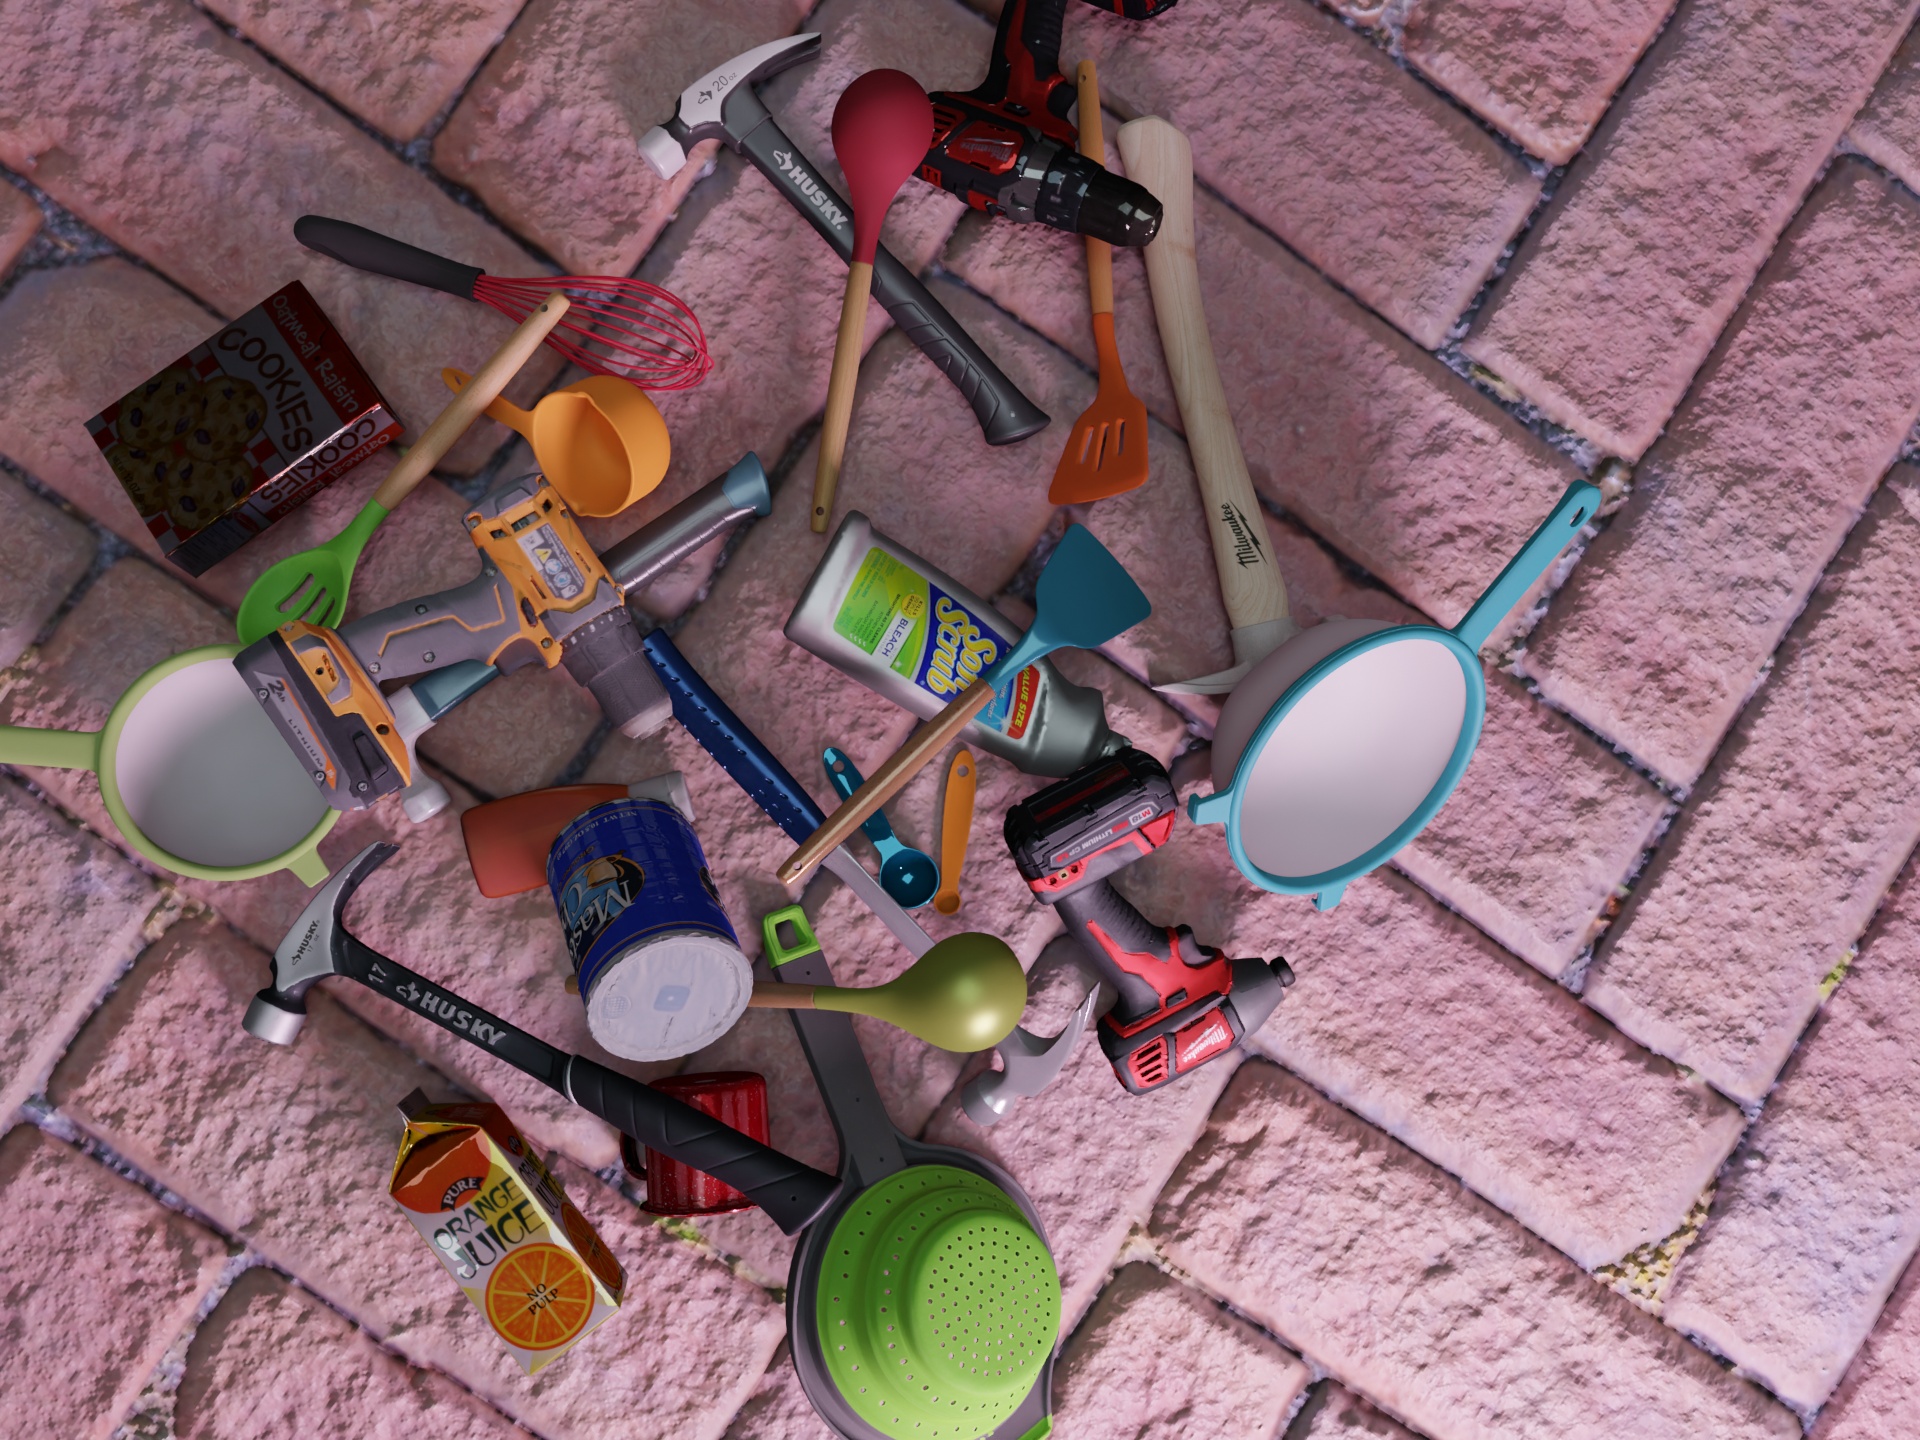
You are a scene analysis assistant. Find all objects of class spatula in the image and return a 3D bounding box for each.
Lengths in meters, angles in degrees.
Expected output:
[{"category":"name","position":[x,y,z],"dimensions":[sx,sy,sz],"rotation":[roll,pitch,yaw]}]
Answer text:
[{"category":"spatula","position":[0.095,-0.311,1.121],"dimensions":[0.081,0.041,0.323],"rotation":[-7,85,36]},{"category":"spatula","position":[-0.002,-0.003,1.050],"dimensions":[0.317,0.044,0.082],"rotation":[-43,96,-9]}]

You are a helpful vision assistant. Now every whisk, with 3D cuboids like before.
[{"category":"whisk","position":[-0.306,-0.287,1.071],"dimensions":[0.296,0.073,0.073],"rotation":[18,87,0]}]

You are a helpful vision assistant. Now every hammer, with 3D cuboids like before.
[{"category":"hammer","position":[0.164,-0.223,1.133],"dimensions":[0.146,0.038,0.410],"rotation":[-14,90,-5]},{"category":"hammer","position":[-0.059,-0.324,1.110],"dimensions":[0.146,0.035,0.335],"rotation":[-43,93,-5]},{"category":"hammer","position":[-0.267,-0.075,1.081],"dimensions":[0.331,0.033,0.128],"rotation":[-35,94,-6]},{"category":"hammer","position":[-0.075,0.093,1.073],"dimensions":[0.405,0.035,0.144],"rotation":[46,126,2]},{"category":"hammer","position":[-0.260,0.216,1.019],"dimensions":[0.409,0.036,0.149],"rotation":[24,83,12]}]

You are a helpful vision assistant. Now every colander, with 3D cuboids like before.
[{"category":"colander","position":[-0.034,0.301,1.039],"dimensions":[0.204,0.094,0.397],"rotation":[-17,80,-33]}]

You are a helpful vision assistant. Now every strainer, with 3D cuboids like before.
[{"category":"strainer","position":[0.287,-0.040,1.079],"dimensions":[0.340,0.095,0.210],"rotation":[-51,133,7]},{"category":"strainer","position":[-0.522,0.024,1.022],"dimensions":[0.256,0.069,0.151],"rotation":[5,84,-13]}]

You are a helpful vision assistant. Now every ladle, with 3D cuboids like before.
[{"category":"ladle","position":[-0.113,0.174,1.042],"dimensions":[0.320,0.062,0.078],"rotation":[-1,107,20]},{"category":"ladle","position":[-0.072,-0.284,1.079],"dimensions":[0.069,0.031,0.315],"rotation":[10,97,3]}]

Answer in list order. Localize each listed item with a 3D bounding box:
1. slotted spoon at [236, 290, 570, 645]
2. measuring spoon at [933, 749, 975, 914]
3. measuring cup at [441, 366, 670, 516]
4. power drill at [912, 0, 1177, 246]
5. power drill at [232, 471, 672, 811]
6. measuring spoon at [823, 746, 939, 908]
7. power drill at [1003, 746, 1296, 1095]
[{"category":"slotted spoon","position":[-0.362,-0.160,1.047],"dimensions":[0.070,0.031,0.314],"rotation":[45,96,17]},{"category":"measuring spoon","position":[-0.004,0.079,1.120],"dimensions":[0.021,0.011,0.117],"rotation":[7,84,-7]},{"category":"measuring cup","position":[-0.271,-0.206,1.073],"dimensions":[0.174,0.095,0.052],"rotation":[30,42,18]},{"category":"power drill","position":[0.083,-0.444,1.092],"dimensions":[0.188,0.080,0.227],"rotation":[25,88,10]},{"category":"power drill","position":[-0.311,-0.028,1.009],"dimensions":[0.226,0.084,0.185],"rotation":[-35,95,-19]},{"category":"measuring spoon","position":[-0.058,0.074,1.112],"dimensions":[0.042,0.021,0.129],"rotation":[-32,83,-1]},{"category":"power drill","position":[0.131,0.137,1.082],"dimensions":[0.143,0.079,0.219],"rotation":[-27,106,-1]}]
